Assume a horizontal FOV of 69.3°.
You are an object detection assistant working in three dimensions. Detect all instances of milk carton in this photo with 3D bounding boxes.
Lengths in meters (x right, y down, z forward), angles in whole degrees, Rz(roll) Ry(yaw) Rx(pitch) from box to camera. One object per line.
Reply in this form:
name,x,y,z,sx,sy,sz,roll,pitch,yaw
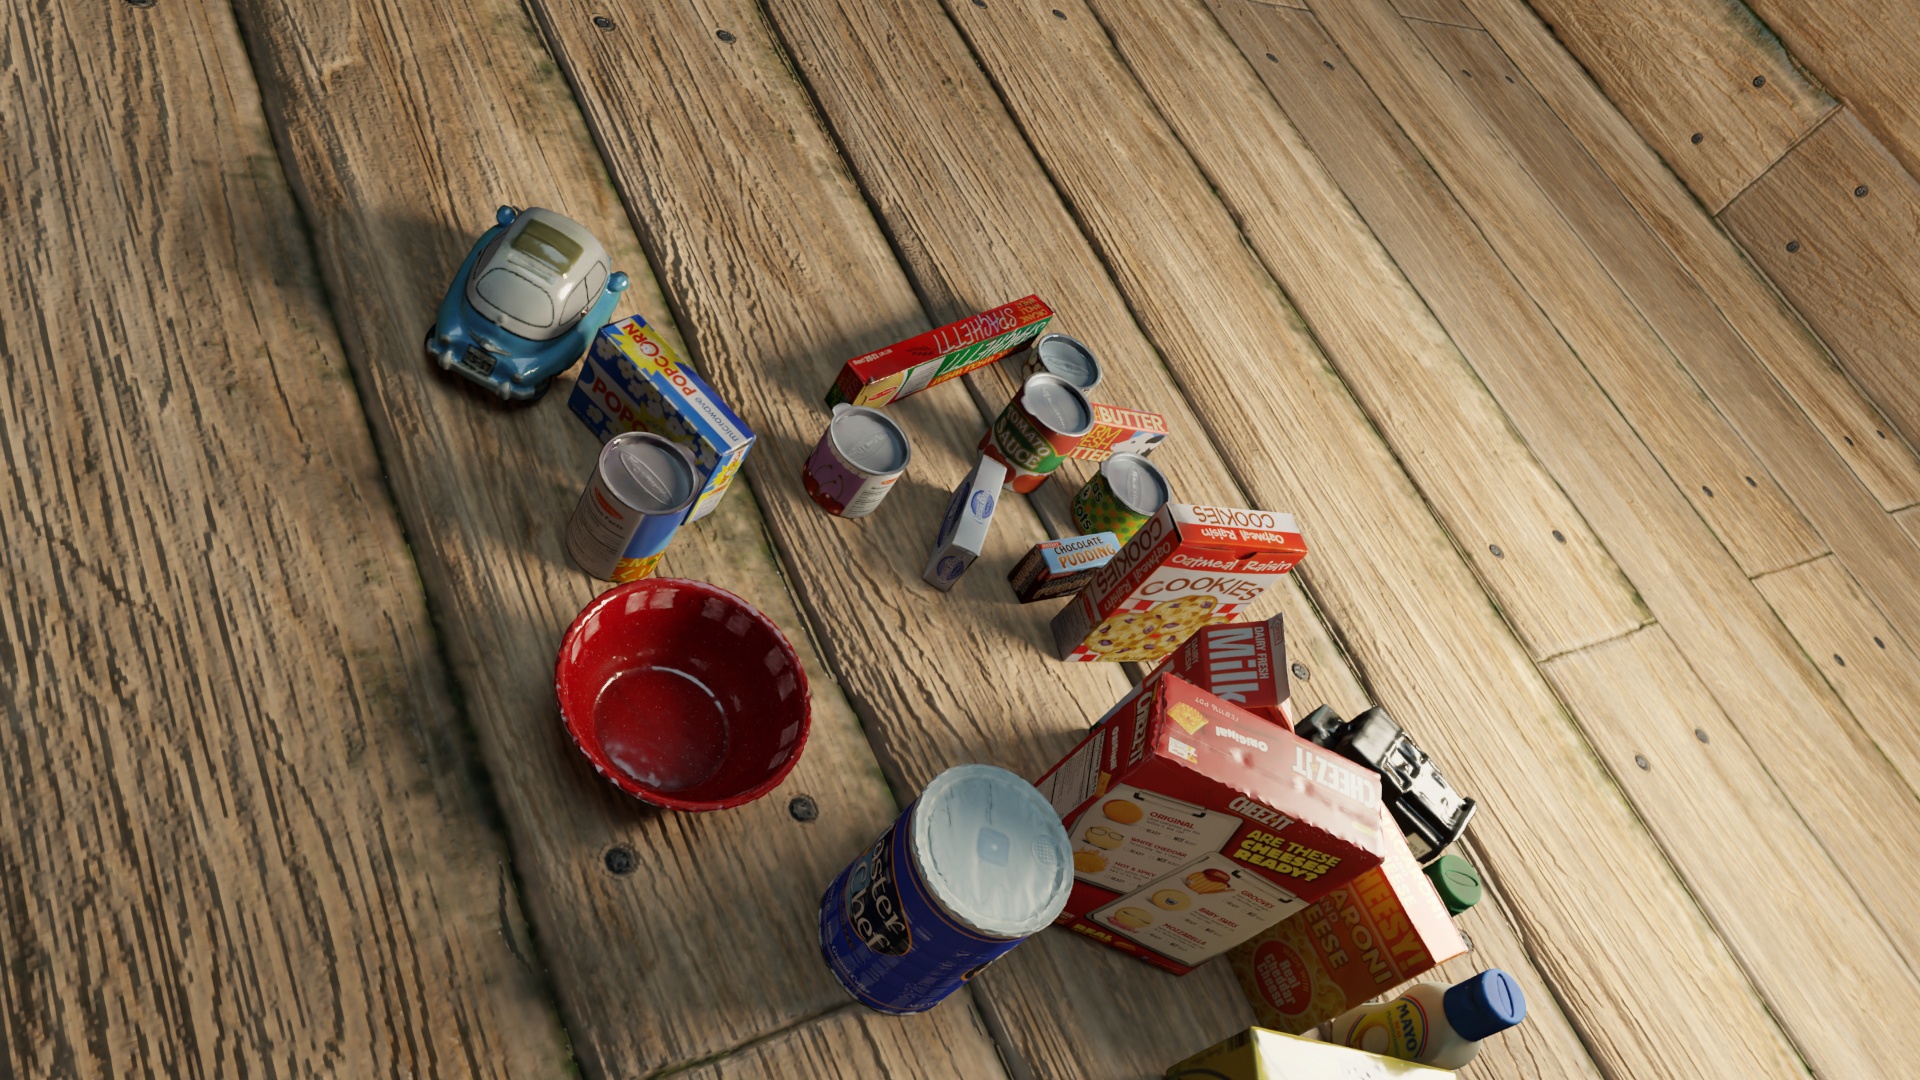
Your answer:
milk carton,0.170,0.126,0.972,0.073,0.189,0.073,20,47,-18

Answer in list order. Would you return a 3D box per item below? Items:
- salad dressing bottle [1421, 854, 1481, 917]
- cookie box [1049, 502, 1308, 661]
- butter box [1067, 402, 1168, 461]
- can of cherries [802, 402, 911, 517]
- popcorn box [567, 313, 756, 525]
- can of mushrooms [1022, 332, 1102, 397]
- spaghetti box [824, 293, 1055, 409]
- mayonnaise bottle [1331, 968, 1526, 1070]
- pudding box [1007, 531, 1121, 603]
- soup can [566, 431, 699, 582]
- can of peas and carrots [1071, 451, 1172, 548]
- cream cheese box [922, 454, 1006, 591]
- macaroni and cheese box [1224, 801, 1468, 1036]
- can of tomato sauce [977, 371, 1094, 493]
salad dressing bottle,0.301,0.266,0.975,0.064,0.147,0.044,21,47,-18
cookie box,0.164,0.037,1.056,0.123,0.166,0.040,3,54,-31
butter box,0.126,-0.093,1.218,0.103,0.053,0.024,7,53,-29
can of cherries,-0.081,-0.061,1.055,0.071,0.058,0.072,18,48,-21
popcorn box,-0.210,-0.084,0.970,0.127,0.084,0.038,46,45,7
can of mushrooms,0.091,-0.151,1.256,0.071,0.033,0.071,18,48,-21
spaghetti box,-0.012,-0.159,1.183,0.251,0.050,0.029,-28,74,-43
mayonnaise bottle,0.312,0.329,0.932,0.041,0.147,0.065,15,49,-23
pudding box,0.086,0.021,1.103,0.084,0.049,0.030,-8,61,-37
soup can,-0.215,-0.022,0.918,0.071,0.083,0.072,18,48,-21
can of peas and carrots,0.133,-0.033,1.170,0.071,0.058,0.071,18,48,-21
cream cheese box,0.004,-0.013,1.075,0.024,0.053,0.104,29,45,-10
macaroni and cheese box,0.242,0.251,0.936,0.040,0.165,0.124,-7,60,-37
can of tomato sauce,0.060,-0.088,1.149,0.071,0.082,0.071,18,48,-21
